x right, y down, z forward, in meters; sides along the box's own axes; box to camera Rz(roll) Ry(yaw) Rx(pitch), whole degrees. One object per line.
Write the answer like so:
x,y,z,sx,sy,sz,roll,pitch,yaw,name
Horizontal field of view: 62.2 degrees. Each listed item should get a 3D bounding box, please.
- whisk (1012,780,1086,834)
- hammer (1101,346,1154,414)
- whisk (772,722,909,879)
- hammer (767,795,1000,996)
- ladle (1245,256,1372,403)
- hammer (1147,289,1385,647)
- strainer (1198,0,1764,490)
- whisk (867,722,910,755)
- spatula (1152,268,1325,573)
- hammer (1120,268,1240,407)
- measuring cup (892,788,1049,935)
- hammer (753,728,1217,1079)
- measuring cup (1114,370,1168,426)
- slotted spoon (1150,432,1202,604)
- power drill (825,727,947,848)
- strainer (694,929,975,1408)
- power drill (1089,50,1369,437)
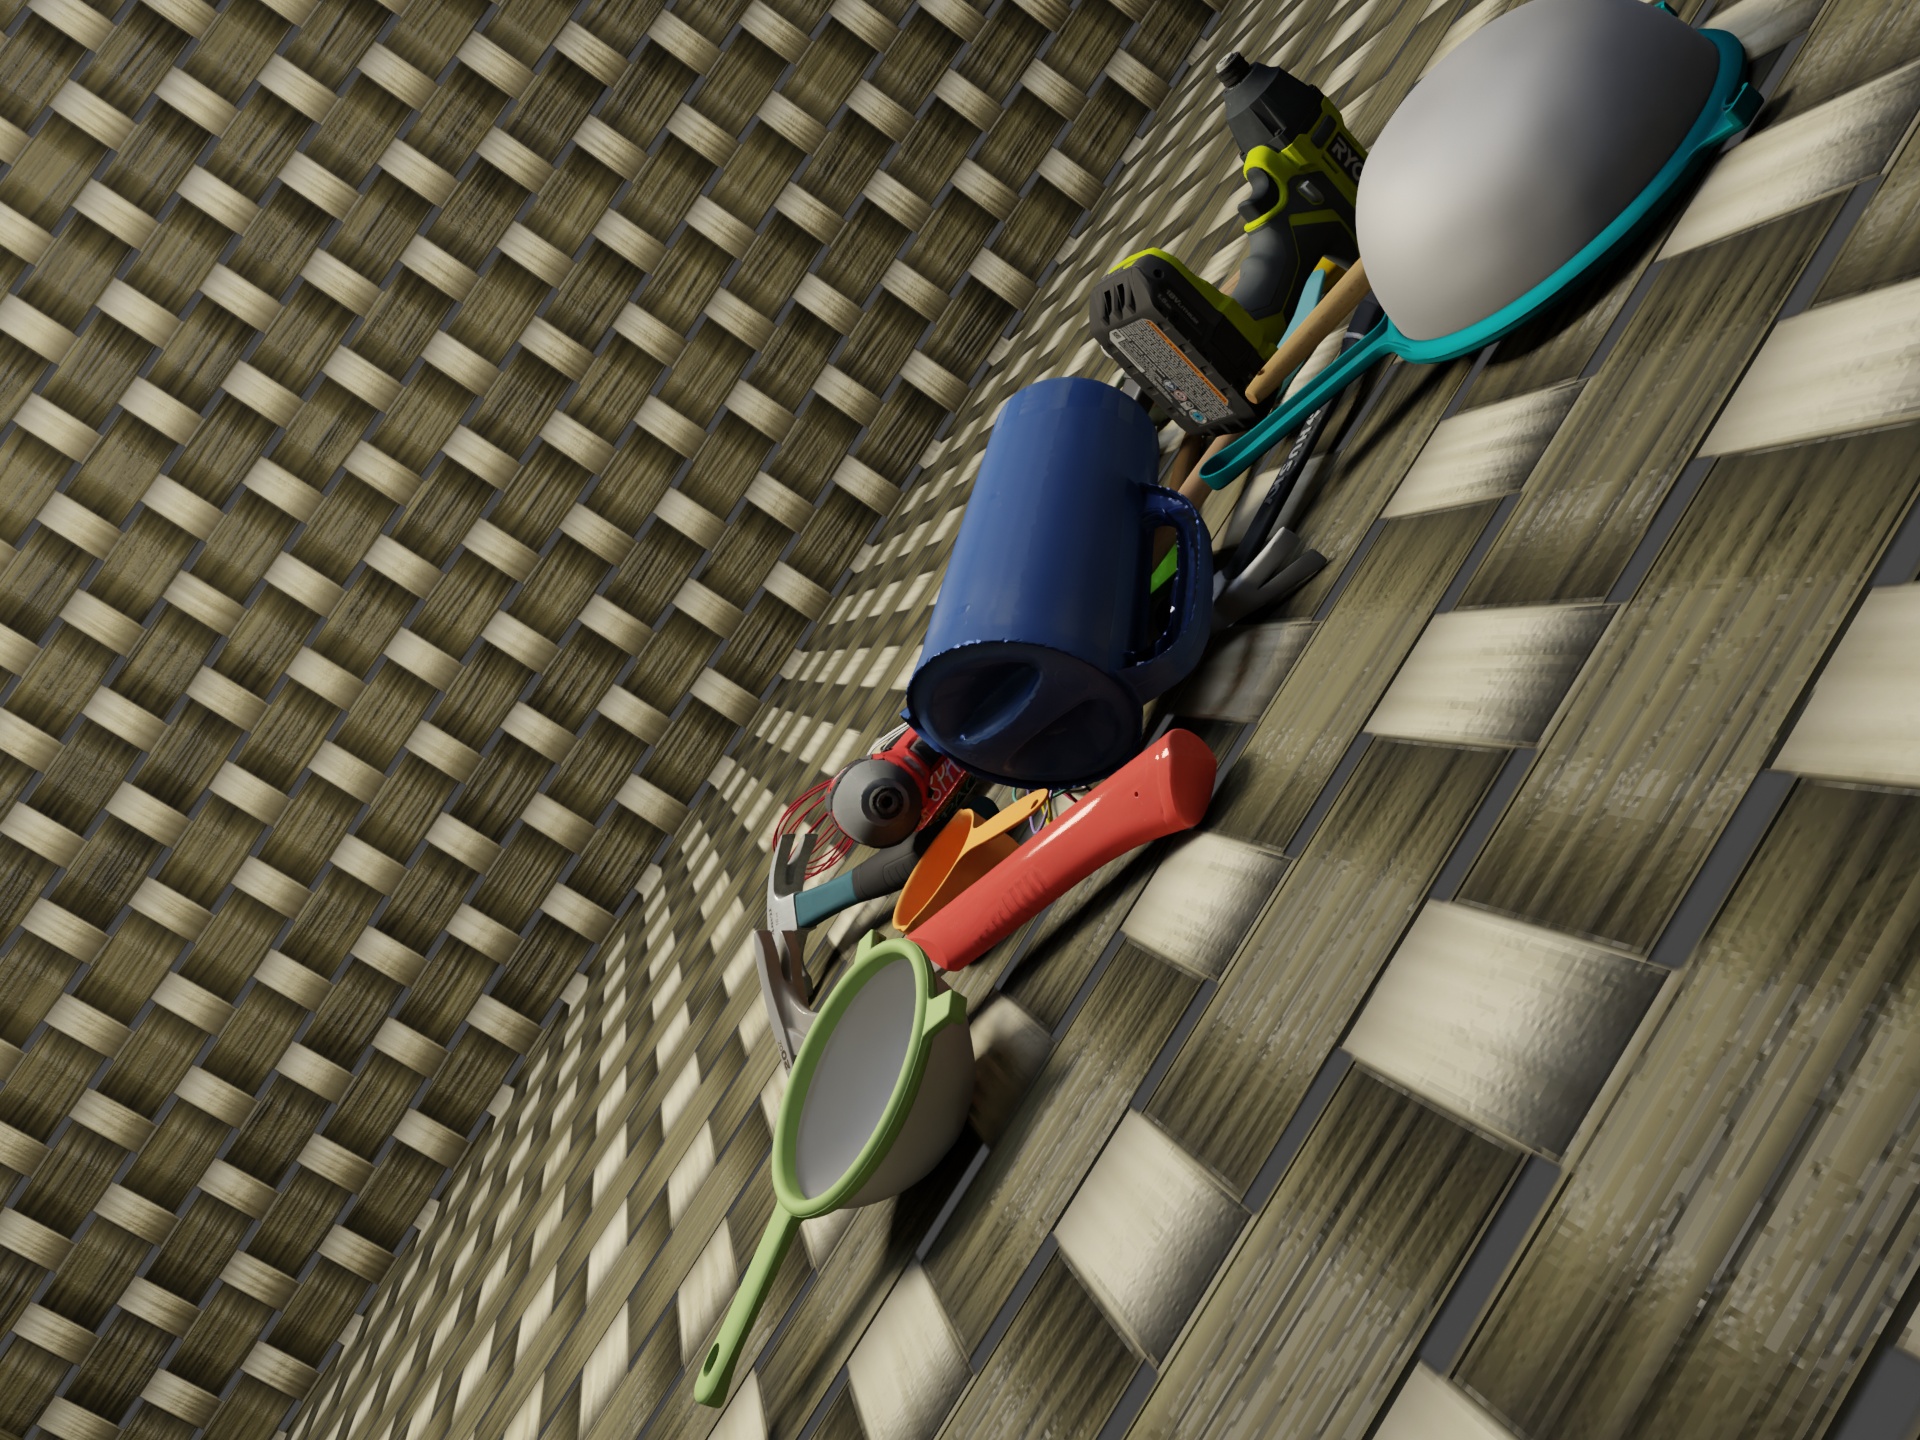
0.048,0.025,1.057,0.051,0.047,0.245,-39,9,3,whisk
0.095,-0.149,1.227,0.146,0.035,0.335,33,100,60,hammer
-0.080,0.046,1.510,0.296,0.073,0.073,-46,14,17,whisk
-0.066,0.121,1.196,0.331,0.033,0.128,-31,64,53,hammer
0.277,-0.305,0.947,0.315,0.031,0.069,-48,21,-5,ladle
0.238,-0.220,0.967,0.409,0.036,0.149,-60,13,-20,hammer
0.231,-0.255,0.835,0.340,0.095,0.211,-40,21,31,strainer
-0.011,-0.010,1.234,0.058,0.059,0.246,-35,-13,-47,whisk
0.174,-0.196,1.087,0.082,0.044,0.318,-17,31,50,spatula
0.153,-0.276,1.299,0.331,0.130,0.031,-45,-1,-2,hammer
0.023,0.088,0.957,0.173,0.052,0.095,-39,20,51,measuring cup
0.004,0.106,0.891,0.359,0.036,0.149,-42,56,36,hammer
0.185,-0.278,1.382,0.083,0.038,0.168,-52,28,11,measuring cup
0.154,-0.145,1.131,0.070,0.031,0.314,-42,15,32,slotted spoon
-0.002,-0.003,1.067,0.219,0.078,0.143,-46,4,-8,power drill
-0.056,0.243,0.828,0.256,0.069,0.151,-65,20,-4,strainer
0.188,-0.313,1.043,0.223,0.171,0.080,-56,21,-18,power drill
